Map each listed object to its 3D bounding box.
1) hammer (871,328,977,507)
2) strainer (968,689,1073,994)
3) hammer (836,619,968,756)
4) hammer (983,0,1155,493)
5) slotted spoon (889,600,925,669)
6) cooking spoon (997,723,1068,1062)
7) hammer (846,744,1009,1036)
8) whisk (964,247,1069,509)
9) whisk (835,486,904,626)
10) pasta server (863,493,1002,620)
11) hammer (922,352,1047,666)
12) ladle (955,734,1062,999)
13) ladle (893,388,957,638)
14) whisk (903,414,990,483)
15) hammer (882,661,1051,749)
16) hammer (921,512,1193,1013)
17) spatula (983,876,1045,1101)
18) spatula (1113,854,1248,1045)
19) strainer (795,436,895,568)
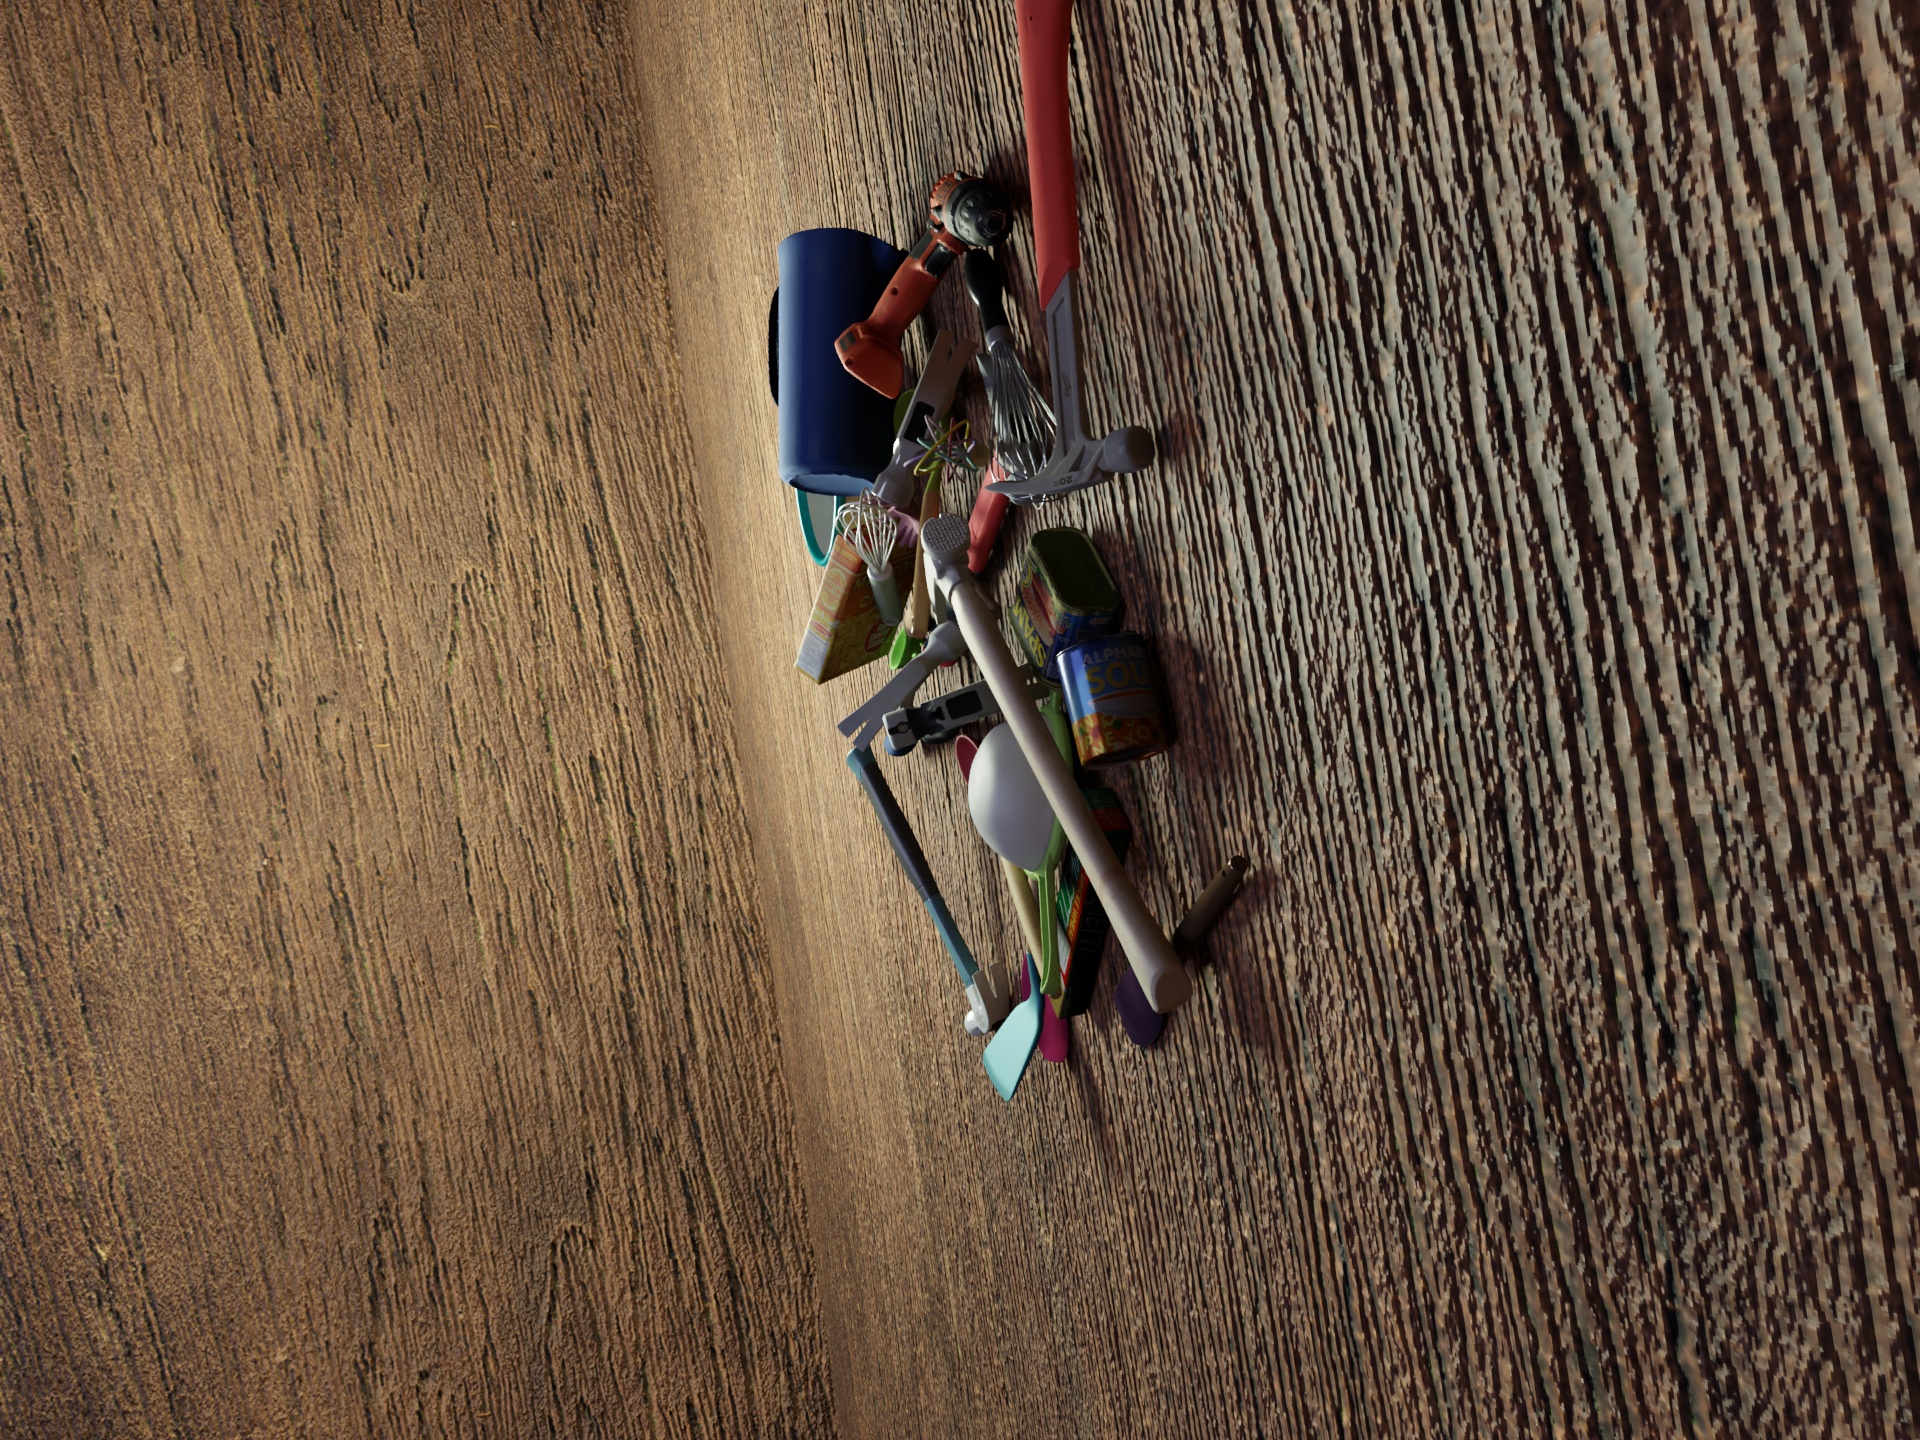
[{"bbox_3d":[-0.020,-0.269,1.331,0.331,0.031,0.130,-79,13,-72],"label":"hammer"},{"bbox_3d":[0.044,0.104,1.315,0.151,0.069,0.257,113,159,-56],"label":"strainer"},{"bbox_3d":[-0.062,-0.004,1.638,0.035,0.144,0.405,45,171,4],"label":"hammer"},{"bbox_3d":[0.062,-0.344,1.135,0.149,0.036,0.359,-3,92,49],"label":"hammer"},{"bbox_3d":[-0.049,-0.093,1.619,0.314,0.031,0.070,131,163,-85],"label":"slotted spoon"},{"bbox_3d":[0.065,0.160,1.485,0.069,0.017,0.319,-11,88,60],"label":"cooking spoon"},{"bbox_3d":[-0.037,0.176,1.683,0.331,0.033,0.128,62,160,10],"label":"hammer"},{"bbox_3d":[0.040,-0.283,1.283,0.070,0.070,0.285,105,158,-54],"label":"whisk"},{"bbox_3d":[-0.080,-0.151,1.552,0.246,0.058,0.059,78,-165,-68],"label":"whisk"},{"bbox_3d":[-0.024,-0.151,1.459,0.060,0.040,0.316,54,180,-31],"label":"pasta server"},{"bbox_3d":[0.010,-0.170,1.469,0.386,0.038,0.143,113,146,-62],"label":"hammer"},{"bbox_3d":[0.044,0.124,1.415,0.316,0.031,0.069,-109,12,-48],"label":"ladle"},{"bbox_3d":[-0.039,-0.189,1.434,0.320,0.062,0.078,-87,15,-44],"label":"ladle"},{"bbox_3d":[0.002,-0.204,1.203,0.245,0.051,0.047,-48,-26,-78],"label":"whisk"},{"bbox_3d":[-0.002,-0.005,1.497,0.335,0.146,0.035,135,115,-85],"label":"hammer"},{"bbox_3d":[0.068,0.037,1.219,0.146,0.038,0.411,83,162,-65],"label":"hammer"},{"bbox_3d":[0.059,0.187,1.439,0.082,0.044,0.317,-133,43,-66],"label":"spatula"},{"bbox_3d":[0.158,0.172,1.166,0.315,0.018,0.060,106,146,-59],"label":"spatula"},{"bbox_3d":[-0.136,-0.317,1.806,0.341,0.095,0.210,-113,24,-48],"label":"strainer"}]
